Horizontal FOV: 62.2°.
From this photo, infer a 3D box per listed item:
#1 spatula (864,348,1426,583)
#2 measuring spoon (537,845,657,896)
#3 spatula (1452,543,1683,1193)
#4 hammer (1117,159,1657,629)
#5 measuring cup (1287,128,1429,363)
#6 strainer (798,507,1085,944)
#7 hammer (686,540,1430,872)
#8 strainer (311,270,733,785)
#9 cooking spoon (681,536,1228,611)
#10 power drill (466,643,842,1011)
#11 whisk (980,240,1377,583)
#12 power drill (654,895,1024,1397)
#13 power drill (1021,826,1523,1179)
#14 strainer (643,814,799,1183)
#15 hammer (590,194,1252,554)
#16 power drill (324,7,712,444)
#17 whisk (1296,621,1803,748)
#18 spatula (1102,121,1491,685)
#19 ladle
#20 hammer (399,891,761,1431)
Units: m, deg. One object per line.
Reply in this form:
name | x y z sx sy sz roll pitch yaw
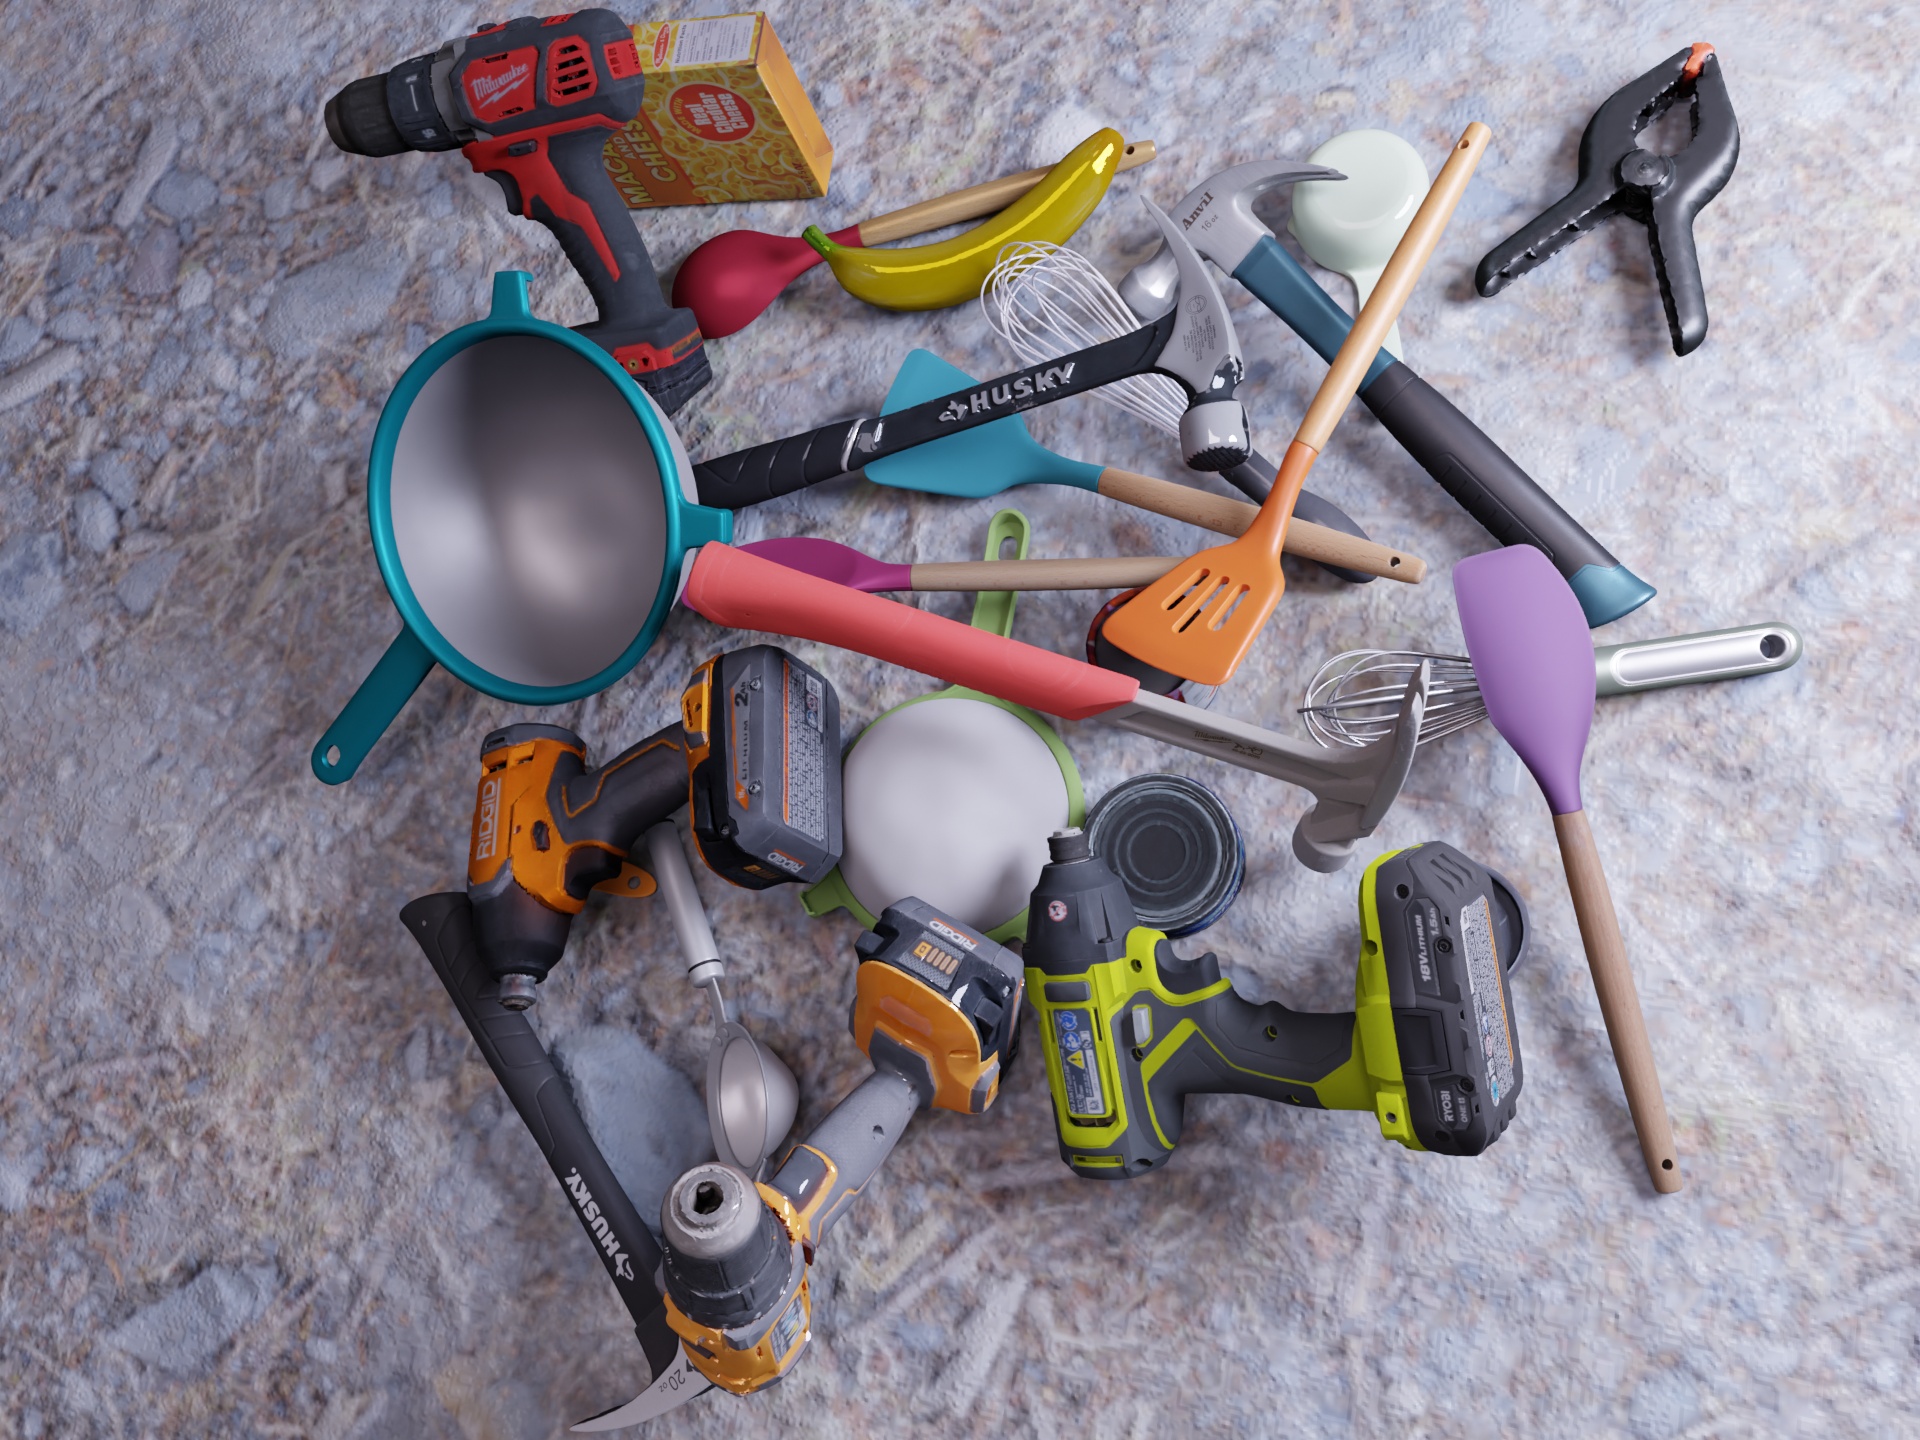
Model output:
spatula | 0.096 -0.125 0.863 0.318 0.044 0.082 21 88 27
measuring spoon | -0.232 0.086 0.944 0.117 0.011 0.021 13 75 14
spatula | 0.301 0.069 0.765 0.060 0.018 0.316 -13 85 2
hammer | 0.232 -0.171 0.847 0.331 0.033 0.128 49 118 15
measuring cup | 0.226 -0.249 0.876 0.083 0.038 0.168 -8 74 14
strainer | -0.001 -0.003 0.865 0.151 0.069 0.256 8 78 18
hammer | 0.037 -0.026 0.773 0.359 0.149 0.037 18 56 8
strainer | -0.266 -0.079 0.931 0.340 0.095 0.211 -44 82 26
cooking spoon | -0.001 -0.078 0.874 0.319 0.017 0.069 0 44 13
power drill | -0.176 0.061 0.865 0.226 0.084 0.164 -18 59 26
whisk | 0.121 -0.170 0.882 0.285 0.070 0.070 43 91 14
power drill | -0.059 0.191 0.745 0.084 0.185 0.226 27 58 19
power drill | 0.136 0.128 0.754 0.223 0.080 0.171 -9 91 32
strainer | -0.137 0.148 0.886 0.086 0.050 0.259 -50 55 47
hammer | -0.043 -0.165 0.889 0.409 0.036 0.149 -12 75 26
power drill | -0.255 -0.283 0.930 0.188 0.080 0.226 -6 116 15
whisk | 0.294 -0.021 0.802 0.246 0.059 0.058 -8 87 9
spatula | 0.183 -0.163 0.804 0.081 0.041 0.322 29 91 39
ladle | -0.035 -0.301 0.969 0.315 0.031 0.069 -14 76 10
hammer | -0.228 0.229 0.885 0.146 0.035 0.335 -47 65 17
